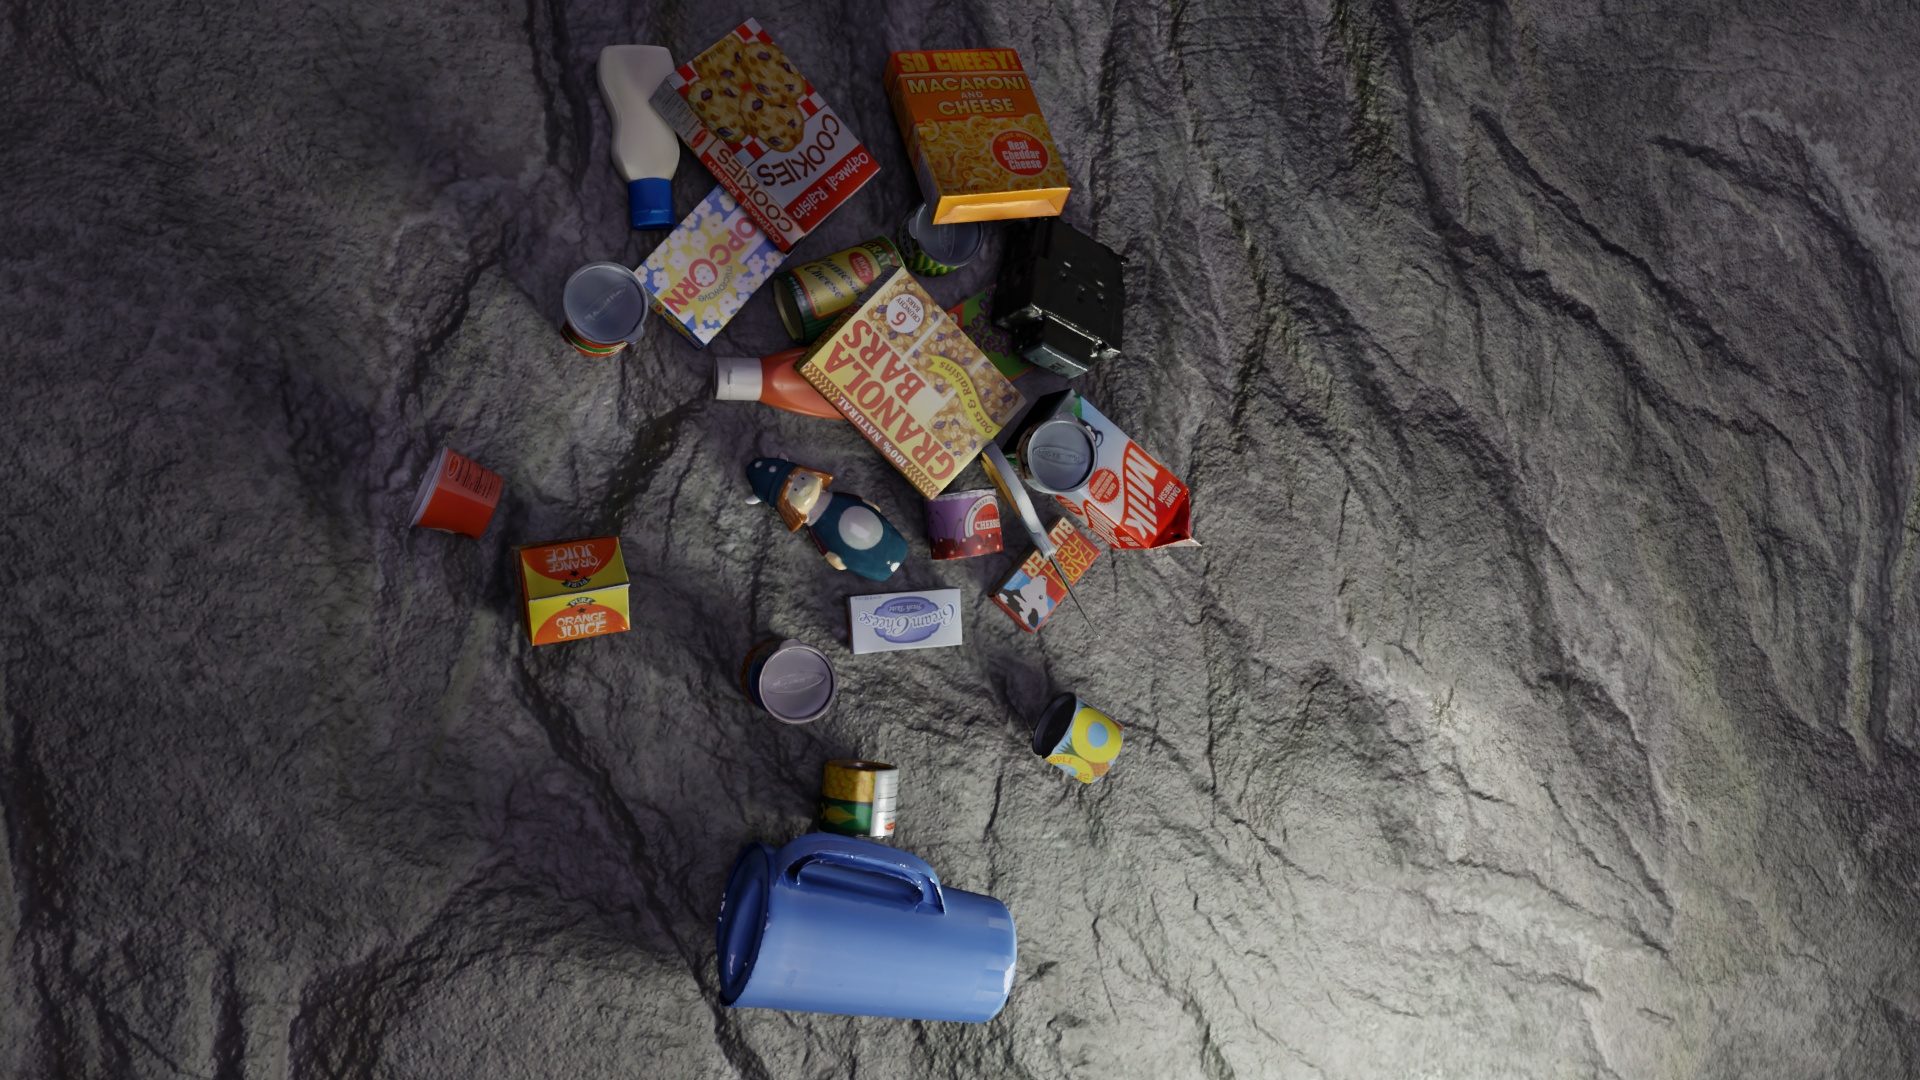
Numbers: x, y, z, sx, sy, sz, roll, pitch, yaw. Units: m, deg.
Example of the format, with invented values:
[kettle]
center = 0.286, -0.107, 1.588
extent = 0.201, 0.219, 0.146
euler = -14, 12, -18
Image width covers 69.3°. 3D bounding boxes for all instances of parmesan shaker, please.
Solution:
[parmesan shaker]
center = -0.102, -0.215, 1.207
extent = 0.103, 0.071, 0.071
euler = -24, 98, -18

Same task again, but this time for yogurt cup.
[yogurt cup]
center = -0.399, -0.035, 1.102
extent = 0.054, 0.072, 0.072
euler = 24, 82, -26

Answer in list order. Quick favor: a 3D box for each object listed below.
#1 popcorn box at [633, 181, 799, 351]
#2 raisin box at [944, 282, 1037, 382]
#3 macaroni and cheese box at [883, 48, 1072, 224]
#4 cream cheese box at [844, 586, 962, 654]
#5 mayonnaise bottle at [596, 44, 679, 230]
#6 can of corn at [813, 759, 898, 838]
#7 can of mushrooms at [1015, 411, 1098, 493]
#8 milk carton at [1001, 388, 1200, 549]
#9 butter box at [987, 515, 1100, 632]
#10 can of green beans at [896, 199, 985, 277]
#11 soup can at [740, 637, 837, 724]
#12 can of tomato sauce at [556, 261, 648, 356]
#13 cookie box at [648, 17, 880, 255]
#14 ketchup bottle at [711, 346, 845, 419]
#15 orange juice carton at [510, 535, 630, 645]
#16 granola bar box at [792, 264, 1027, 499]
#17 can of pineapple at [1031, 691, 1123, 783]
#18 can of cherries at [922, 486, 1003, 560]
[popcorn box]
center = -0.210, -0.237, 1.185
extent = 0.085, 0.038, 0.127
euler = 44, 76, -15
[raisin box]
center = -0.001, -0.166, 1.258
extent = 0.124, 0.040, 0.086
euler = -32, 100, -17
[macaroni and cheese box]
center = 0.013, -0.359, 1.228
extent = 0.124, 0.040, 0.167
euler = -9, 64, -20
[cream cheese box]
center = -0.051, 0.071, 1.245
extent = 0.104, 0.024, 0.053
euler = -4, 92, -19
[mayonnaise bottle]
center = -0.266, -0.337, 1.166
extent = 0.065, 0.041, 0.148
euler = -7, 93, -23
[can of corn]
center = -0.091, 0.224, 1.208
extent = 0.071, 0.071, 0.058
euler = 6, 87, -19
[can of mushrooms]
center = 0.084, -0.076, 1.214
extent = 0.071, 0.033, 0.071
euler = 0, 90, -18
[milk carton]
center = 0.139, -0.052, 1.288
extent = 0.190, 0.072, 0.073
euler = 39, 78, -15
[butter box]
center = 0.078, 0.030, 1.291
extent = 0.053, 0.024, 0.104
euler = 44, 76, -13
[can of green beans]
center = -0.019, -0.273, 1.243
extent = 0.071, 0.058, 0.071
euler = 0, 89, -20
[soup can]
center = -0.147, 0.115, 1.178
extent = 0.071, 0.083, 0.071
euler = 0, 89, -20
[can of tomato sauce]
center = -0.291, -0.186, 1.131
extent = 0.071, 0.083, 0.071
euler = 0, 90, -20
[cookie box]
center = -0.163, -0.343, 1.180
extent = 0.167, 0.040, 0.123
euler = 48, 51, -13
[ketchup bottle]
center = -0.139, -0.139, 1.206
extent = 0.149, 0.043, 0.064
euler = 0, 96, -19
[orange juice carton]
center = -0.301, 0.036, 1.067
extent = 0.072, 0.192, 0.073
euler = -8, 93, -20
[granola bar box]
center = -0.043, -0.135, 1.193
extent = 0.124, 0.039, 0.165
euler = -46, 113, -3
[can of pineapple]
center = 0.107, 0.183, 1.277
extent = 0.058, 0.071, 0.071
euler = 33, 79, -17
[can of cherries]
center = 0.004, -0.016, 1.241
extent = 0.071, 0.071, 0.058
euler = -8, 93, -19
